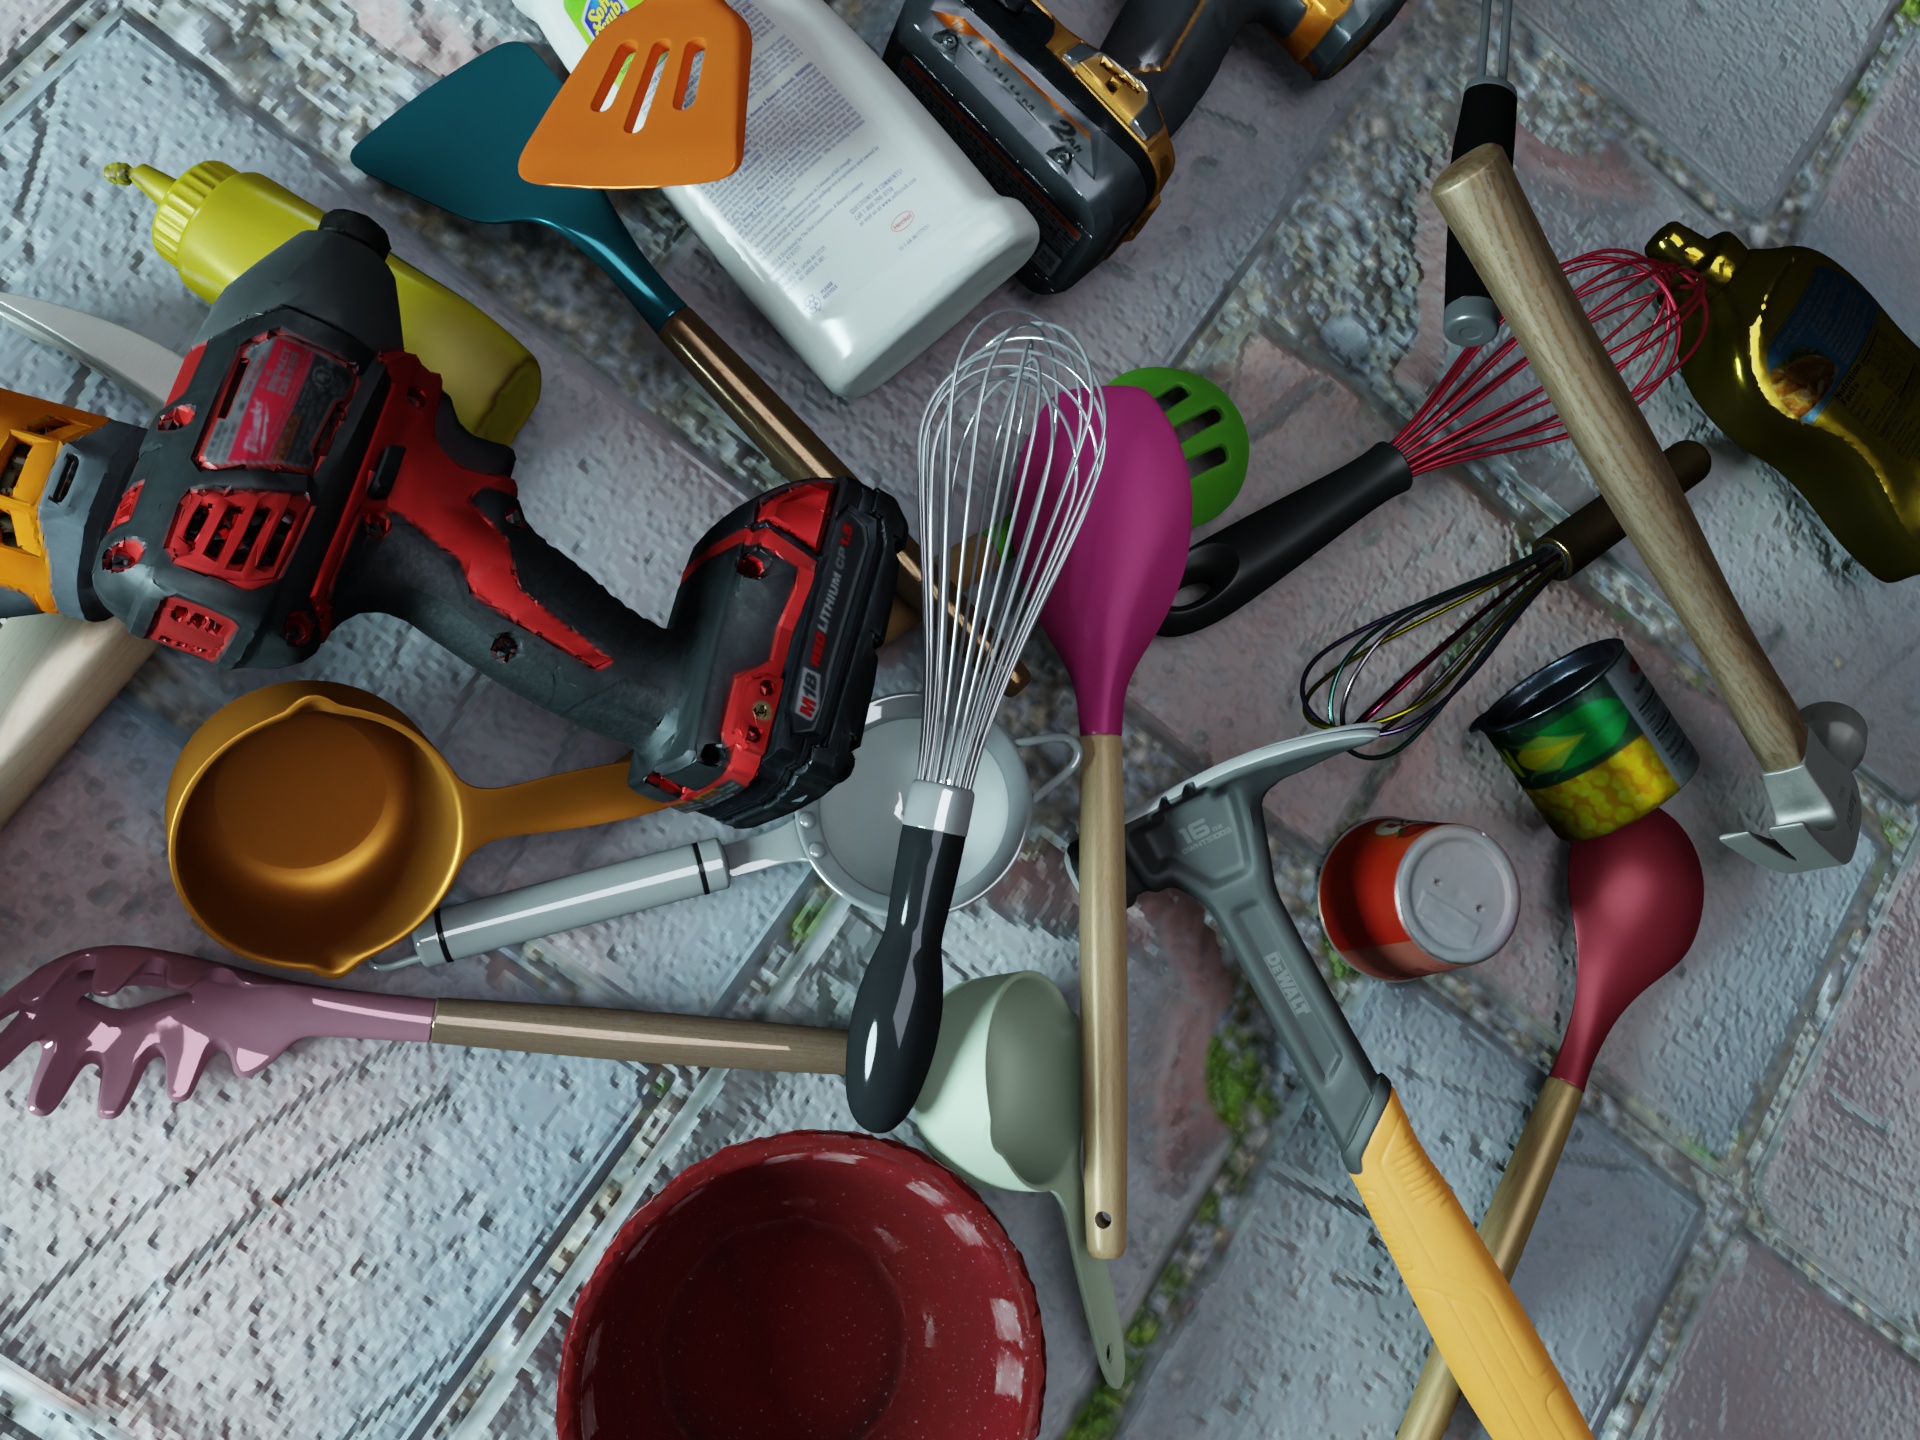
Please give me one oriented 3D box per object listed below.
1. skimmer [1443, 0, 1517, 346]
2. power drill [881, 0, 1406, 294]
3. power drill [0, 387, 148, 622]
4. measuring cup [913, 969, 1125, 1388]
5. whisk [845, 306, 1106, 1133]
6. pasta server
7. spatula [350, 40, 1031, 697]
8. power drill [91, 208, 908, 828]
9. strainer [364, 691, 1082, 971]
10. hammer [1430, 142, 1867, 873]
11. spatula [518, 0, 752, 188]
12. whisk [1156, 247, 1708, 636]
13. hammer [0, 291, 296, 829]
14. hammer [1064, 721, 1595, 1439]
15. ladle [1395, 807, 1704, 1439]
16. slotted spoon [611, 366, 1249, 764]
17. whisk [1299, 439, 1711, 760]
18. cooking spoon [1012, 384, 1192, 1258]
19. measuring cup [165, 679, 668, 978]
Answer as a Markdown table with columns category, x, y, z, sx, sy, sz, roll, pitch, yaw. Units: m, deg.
| category | x | y | z | sx | sy | sz | roll | pitch | yaw |
| --- | --- | --- | --- | --- | --- | --- | --- | --- | --- |
| skimmer | 0.241 | -0.334 | 0.675 | 0.127 | 0.090 | 0.363 | 12 | 70 | -4 |
| power drill | 0.061 | -0.304 | 0.646 | 0.185 | 0.084 | 0.226 | 45 | 69 | -3 |
| power drill | -0.344 | -0.002 | 0.448 | 0.164 | 0.084 | 0.227 | 16 | 73 | -9 |
| measuring cup | 0.024 | 0.171 | 0.578 | 0.083 | 0.038 | 0.167 | -39 | 117 | -58 |
| whisk | 0.000 | -0.002 | 0.542 | 0.070 | 0.070 | 0.284 | 12 | 86 | -14 |
| pasta server | -0.152 | 0.110 | 0.540 | 0.316 | 0.060 | 0.040 | 8 | 36 | -17 |
| spatula | -0.088 | -0.126 | 0.589 | 0.317 | 0.044 | 0.082 | 47 | 72 | -4 |
| power drill | -0.133 | -0.059 | 0.499 | 0.219 | 0.078 | 0.143 | 23 | 65 | -27 |
| strainer | -0.081 | 0.049 | 0.569 | 0.258 | 0.050 | 0.087 | -14 | 68 | -11 |
| hammer | 0.277 | -0.075 | 0.629 | 0.331 | 0.031 | 0.130 | 54 | 44 | -16 |
| spatula | -0.092 | -0.334 | 0.541 | 0.081 | 0.041 | 0.322 | 5 | 89 | 15 |
| whisk | 0.195 | -0.116 | 0.665 | 0.296 | 0.073 | 0.073 | -32 | 91 | -12 |
| hammer | -0.352 | 0.057 | 0.493 | 0.146 | 0.038 | 0.411 | 32 | 75 | -7 |
| hammer | 0.170 | 0.168 | 0.590 | 0.127 | 0.034 | 0.337 | -28 | 89 | 17 |
| ladle | 0.234 | 0.171 | 0.646 | 0.069 | 0.031 | 0.315 | 30 | 76 | -9 |
| slotted spoon | -0.008 | -0.051 | 0.612 | 0.314 | 0.031 | 0.070 | -33 | 89 | -16 |
| whisk | 0.240 | -0.056 | 0.675 | 0.245 | 0.047 | 0.051 | -33 | 90 | -21 |
| cooking spoon | 0.052 | 0.031 | 0.581 | 0.069 | 0.017 | 0.319 | -2 | 83 | 14 |
| measuring cup | -0.174 | 0.025 | 0.537 | 0.173 | 0.052 | 0.095 | -9 | 111 | -30 |
